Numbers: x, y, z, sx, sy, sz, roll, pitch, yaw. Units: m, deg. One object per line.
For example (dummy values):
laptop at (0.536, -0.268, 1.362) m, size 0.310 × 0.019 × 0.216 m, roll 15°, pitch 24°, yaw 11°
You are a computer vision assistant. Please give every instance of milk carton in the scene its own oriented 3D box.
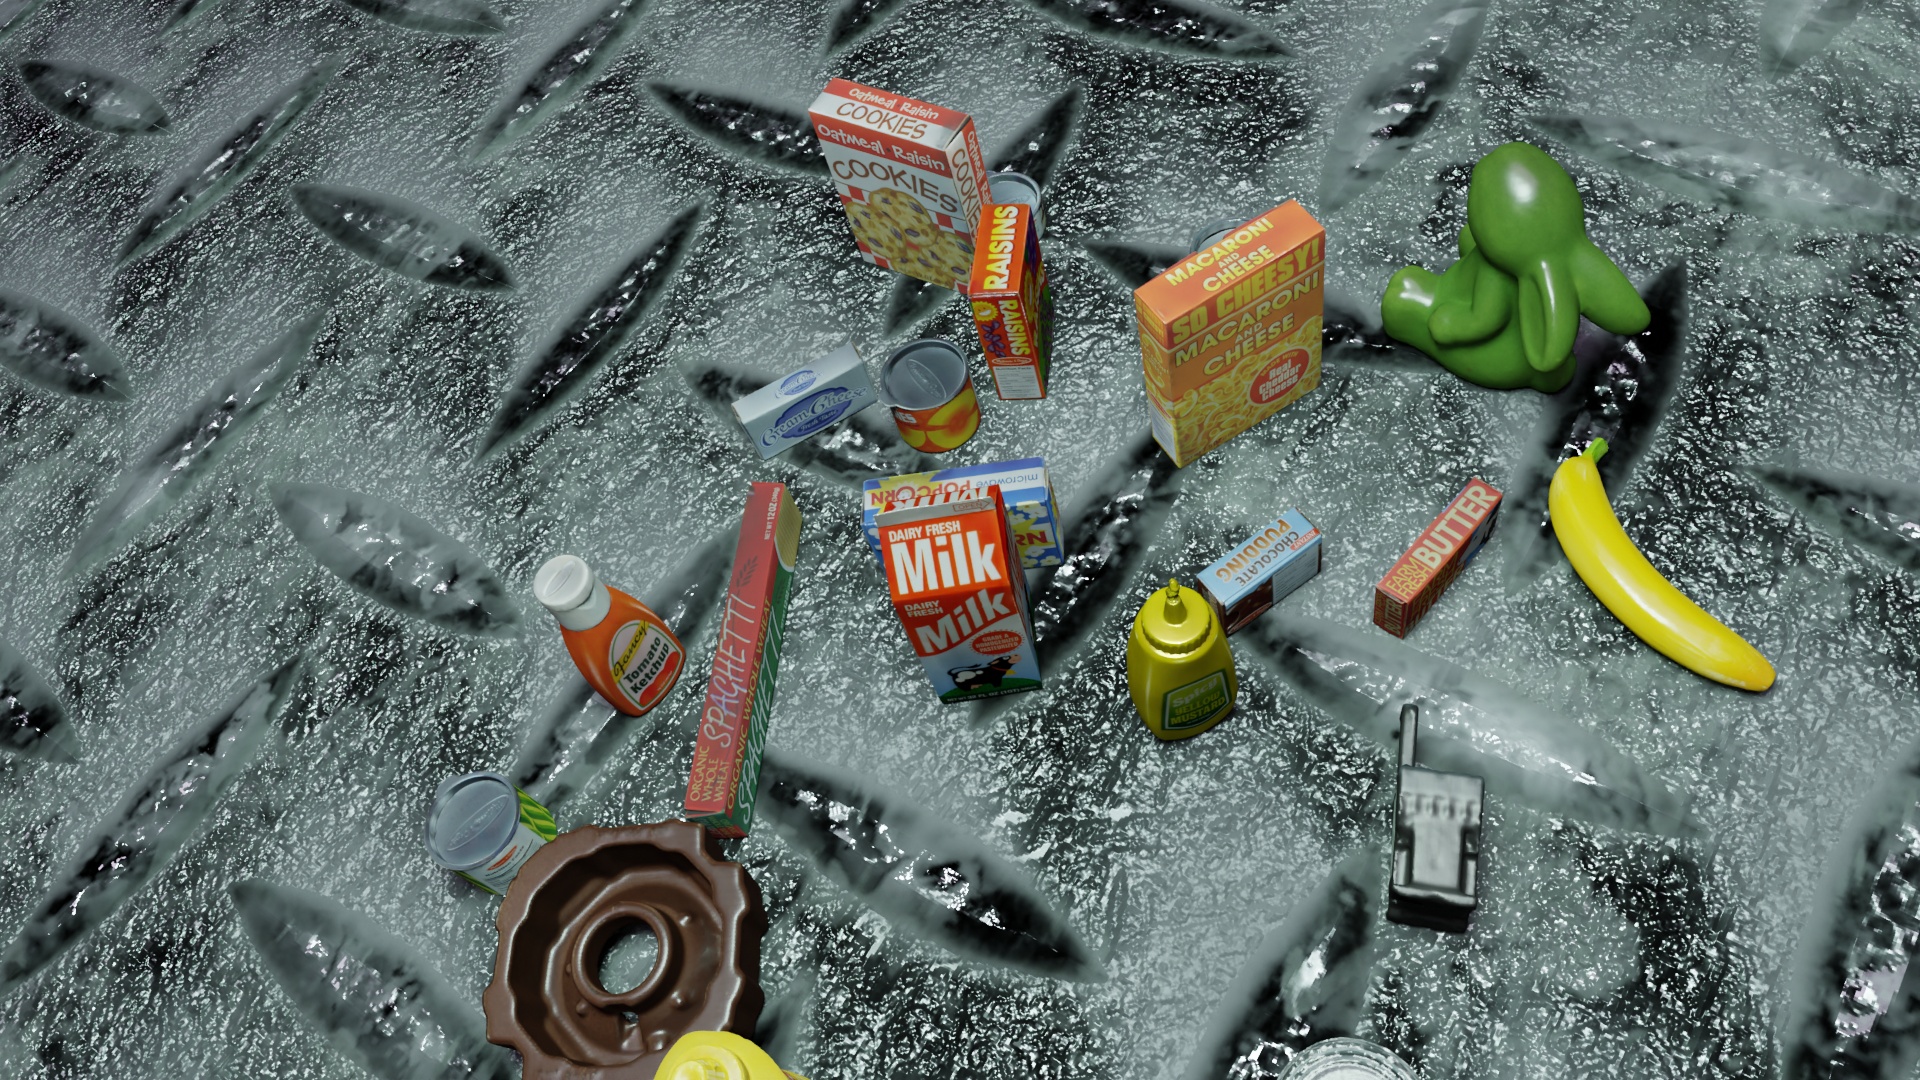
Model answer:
milk carton at (0.001, 0.027, 0.865) m, size 0.072 × 0.189 × 0.074 m, roll -10°, pitch 58°, yaw 7°

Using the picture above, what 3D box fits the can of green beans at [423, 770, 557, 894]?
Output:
can of green beans at (-0.308, 0.193, 0.913) m, size 0.071 × 0.057 × 0.071 m, roll -6°, pitch 59°, yaw 10°

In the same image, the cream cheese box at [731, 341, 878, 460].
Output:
cream cheese box at (-0.116, -0.105, 1.053) m, size 0.104 × 0.053 × 0.024 m, roll -28°, pitch 58°, yaw -5°

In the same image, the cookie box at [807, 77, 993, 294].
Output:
cookie box at (-0.036, -0.267, 1.065) m, size 0.123 × 0.166 × 0.040 m, roll 23°, pitch 67°, yaw 24°

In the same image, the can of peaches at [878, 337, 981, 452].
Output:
can of peaches at (-0.023, -0.106, 1.029) m, size 0.071 × 0.057 × 0.071 m, roll -6°, pitch 59°, yaw 10°

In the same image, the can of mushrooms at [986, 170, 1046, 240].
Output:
can of mushrooms at (0.034, -0.266, 1.128) m, size 0.071 × 0.033 × 0.071 m, roll -6°, pitch 58°, yaw 9°

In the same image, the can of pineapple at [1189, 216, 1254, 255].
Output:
can of pineapple at (0.206, -0.196, 1.032) m, size 0.071 × 0.057 × 0.071 m, roll -6°, pitch 59°, yaw 10°

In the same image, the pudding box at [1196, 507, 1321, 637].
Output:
pudding box at (0.196, 0.021, 0.908) m, size 0.084 × 0.049 × 0.030 m, roll -35°, pitch 58°, yaw -9°

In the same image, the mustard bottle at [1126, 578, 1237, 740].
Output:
mustard bottle at (0.130, 0.068, 0.829) m, size 0.065 × 0.159 × 0.049 m, roll -24°, pitch 57°, yaw -2°

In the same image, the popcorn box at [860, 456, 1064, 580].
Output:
popcorn box at (0.003, -0.012, 0.951) m, size 0.127 × 0.085 × 0.038 m, roll -7°, pitch 58°, yaw 8°

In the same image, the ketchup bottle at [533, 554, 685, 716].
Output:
ketchup bottle at (-0.235, 0.061, 0.923) m, size 0.043 × 0.148 × 0.065 m, roll 24°, pitch 68°, yaw 24°

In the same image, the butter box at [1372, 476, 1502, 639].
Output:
butter box at (0.304, 0.012, 0.887) m, size 0.024 × 0.053 × 0.104 m, roll 37°, pitch 73°, yaw 29°

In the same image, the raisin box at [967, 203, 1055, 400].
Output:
raisin box at (0.039, -0.173, 1.017) m, size 0.040 × 0.123 × 0.086 m, roll 1°, pitch 60°, yaw 14°

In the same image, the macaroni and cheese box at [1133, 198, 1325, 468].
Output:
macaroni and cheese box at (0.183, -0.135, 0.936) m, size 0.124 × 0.165 × 0.040 m, roll -31°, pitch 58°, yaw -6°

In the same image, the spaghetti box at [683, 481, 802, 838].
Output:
spaghetti box at (-0.145, 0.077, 0.951) m, size 0.029 × 0.050 × 0.251 m, roll -1°, pitch 59°, yaw 12°
